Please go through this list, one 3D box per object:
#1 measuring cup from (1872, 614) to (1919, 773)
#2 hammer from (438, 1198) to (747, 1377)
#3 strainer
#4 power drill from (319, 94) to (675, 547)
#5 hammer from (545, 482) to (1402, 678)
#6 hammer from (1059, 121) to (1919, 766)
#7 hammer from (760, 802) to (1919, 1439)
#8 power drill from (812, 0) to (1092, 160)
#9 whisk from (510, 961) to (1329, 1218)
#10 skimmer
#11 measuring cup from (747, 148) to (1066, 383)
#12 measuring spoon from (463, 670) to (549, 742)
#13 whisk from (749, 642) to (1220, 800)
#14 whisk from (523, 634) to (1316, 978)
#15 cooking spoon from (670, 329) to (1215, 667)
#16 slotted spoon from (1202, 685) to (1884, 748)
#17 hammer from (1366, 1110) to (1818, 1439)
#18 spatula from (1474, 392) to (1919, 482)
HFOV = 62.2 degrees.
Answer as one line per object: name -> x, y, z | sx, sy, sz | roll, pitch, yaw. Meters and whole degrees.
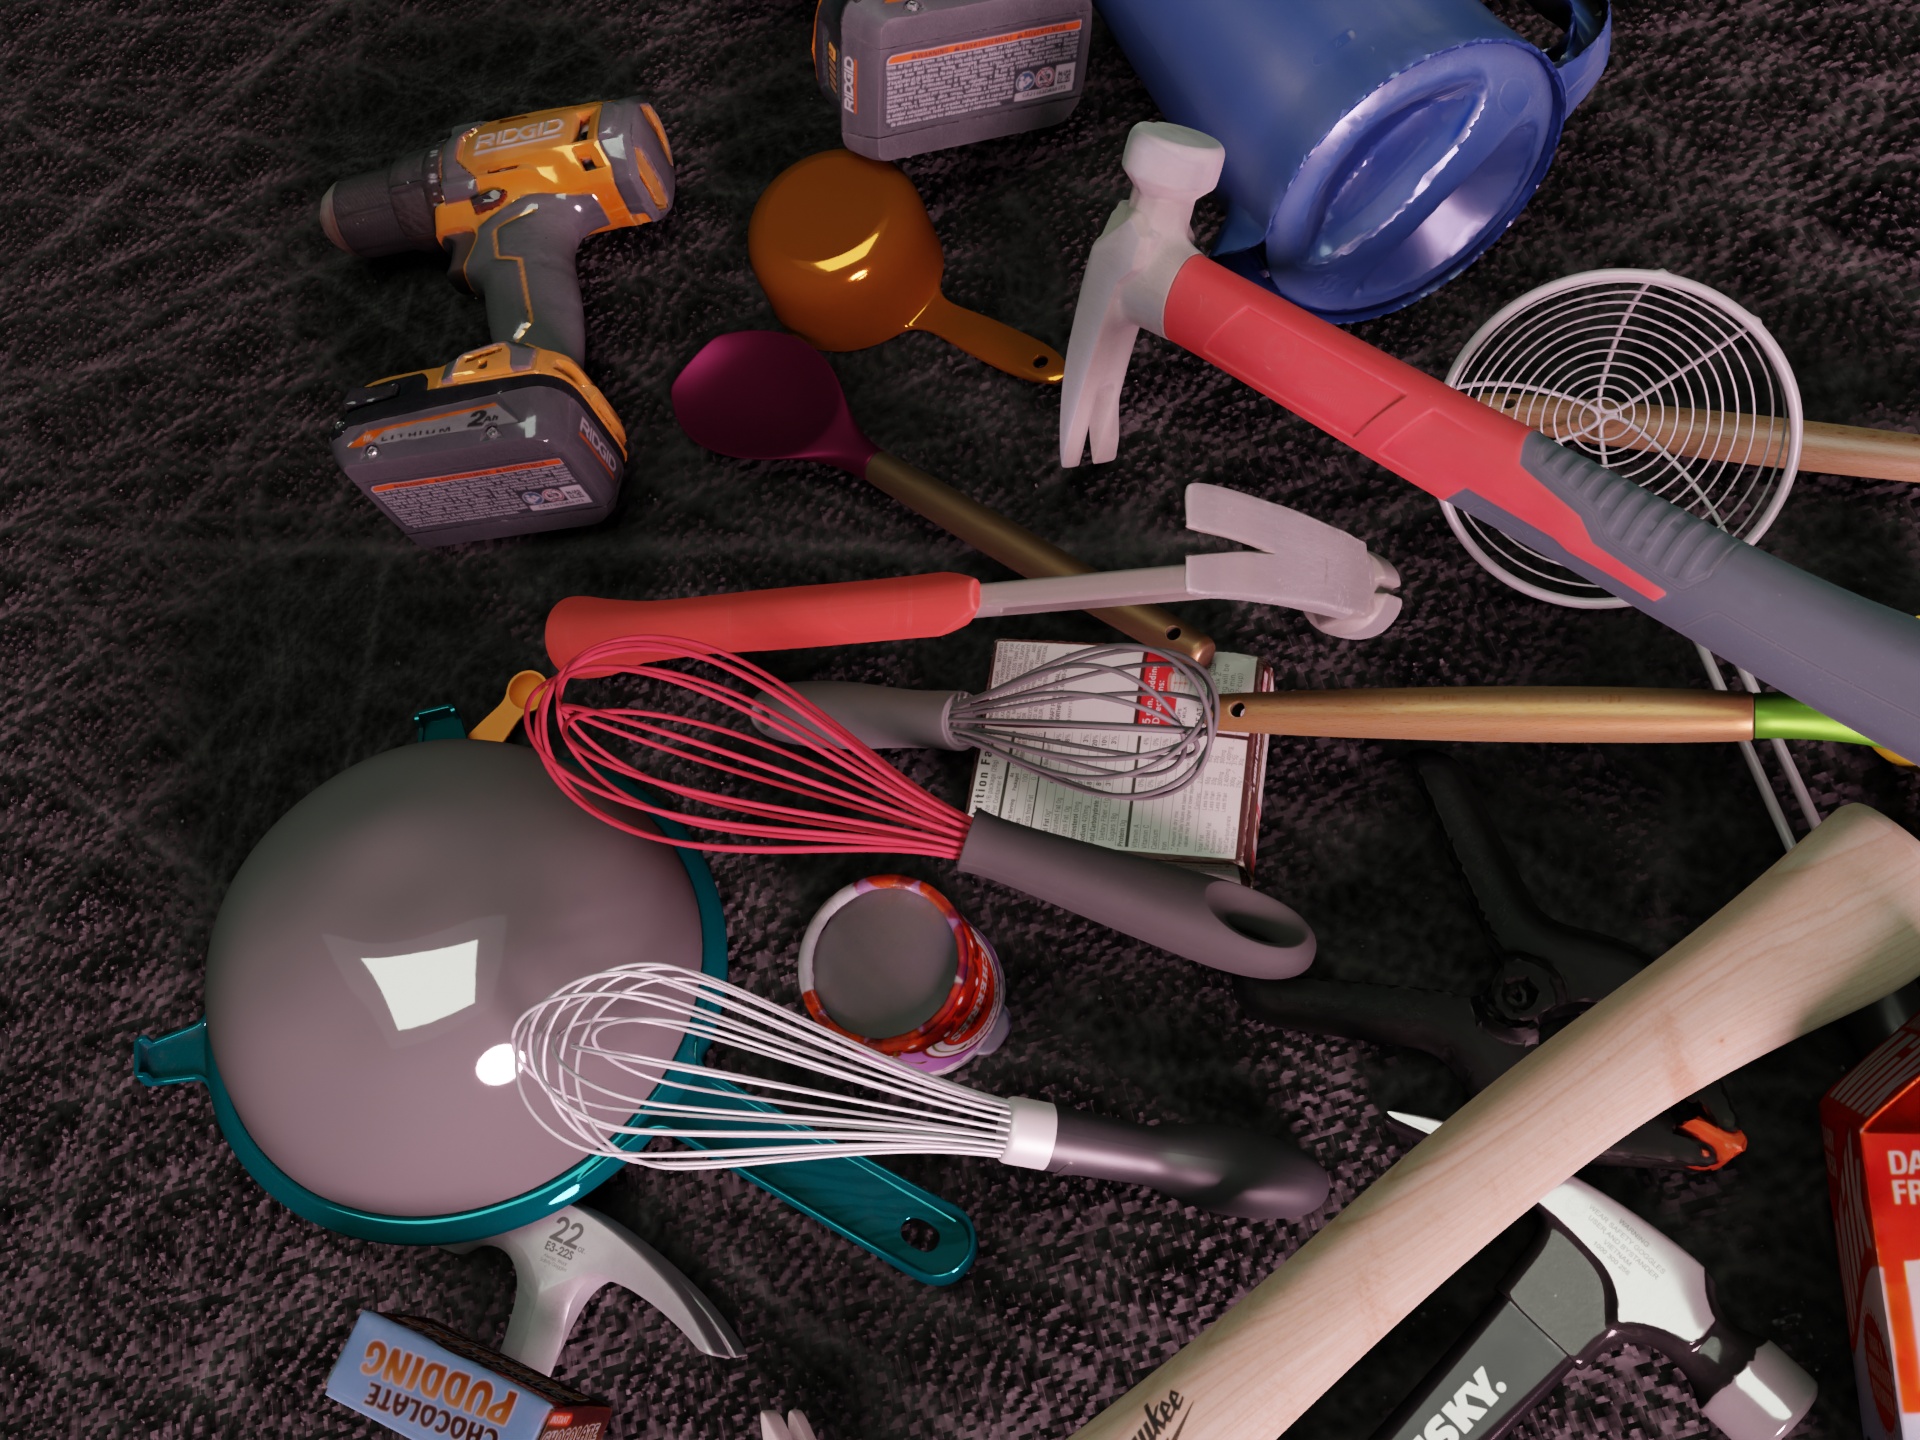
measuring cup -> 0.341, 0.041, 0.551 | 0.062, 0.029, 0.156 | 2, 80, 16
hammer -> -0.201, 0.369, 0.547 | 0.144, 0.035, 0.406 | 13, 72, 20
strainer -> -0.146, 0.107, 0.588 | 0.340, 0.095, 0.211 | 24, 62, 19
power drill -> -0.240, -0.199, 0.772 | 0.185, 0.084, 0.226 | -6, 62, 13
hammer -> -0.032, -0.042, 0.592 | 0.359, 0.149, 0.037 | -2, 86, 35
hammer -> 0.177, -0.073, 0.545 | 0.038, 0.143, 0.387 | -16, 43, -37
hammer -> 0.125, 0.161, 0.498 | 0.410, 0.038, 0.146 | -40, 61, 0
power drill -> -0.052, -0.365, 0.761 | 0.164, 0.084, 0.227 | -18, 56, -17
whisk -> -0.009, 0.134, 0.538 | 0.284, 0.070, 0.070 | 13, 70, -9
skimmer -> 0.270, 0.015, 0.539 | 0.127, 0.090, 0.364 | -28, 63, 29
measuring cup -> -0.024, -0.204, 0.729 | 0.174, 0.052, 0.095 | 33, 79, 26
measuring spoon -> -0.224, 0.026, 0.713 | 0.021, 0.011, 0.117 | 37, 85, 15
whisk -> -0.002, -0.003, 0.603 | 0.239, 0.055, 0.055 | 2, 66, 43
whisk -> -0.016, 0.035, 0.567 | 0.296, 0.073, 0.073 | 18, 73, 3
cooking spoon -> -0.019, -0.099, 0.684 | 0.319, 0.017, 0.069 | 34, 80, 33
slotted spoon -> 0.234, -0.004, 0.526 | 0.314, 0.031, 0.070 | 0, 79, 25
hammer -> 0.100, 0.276, 0.507 | 0.335, 0.035, 0.146 | -44, 65, -6
spatula -> 0.355, -0.092, 0.600 | 0.318, 0.044, 0.082 | 13, 73, 24
